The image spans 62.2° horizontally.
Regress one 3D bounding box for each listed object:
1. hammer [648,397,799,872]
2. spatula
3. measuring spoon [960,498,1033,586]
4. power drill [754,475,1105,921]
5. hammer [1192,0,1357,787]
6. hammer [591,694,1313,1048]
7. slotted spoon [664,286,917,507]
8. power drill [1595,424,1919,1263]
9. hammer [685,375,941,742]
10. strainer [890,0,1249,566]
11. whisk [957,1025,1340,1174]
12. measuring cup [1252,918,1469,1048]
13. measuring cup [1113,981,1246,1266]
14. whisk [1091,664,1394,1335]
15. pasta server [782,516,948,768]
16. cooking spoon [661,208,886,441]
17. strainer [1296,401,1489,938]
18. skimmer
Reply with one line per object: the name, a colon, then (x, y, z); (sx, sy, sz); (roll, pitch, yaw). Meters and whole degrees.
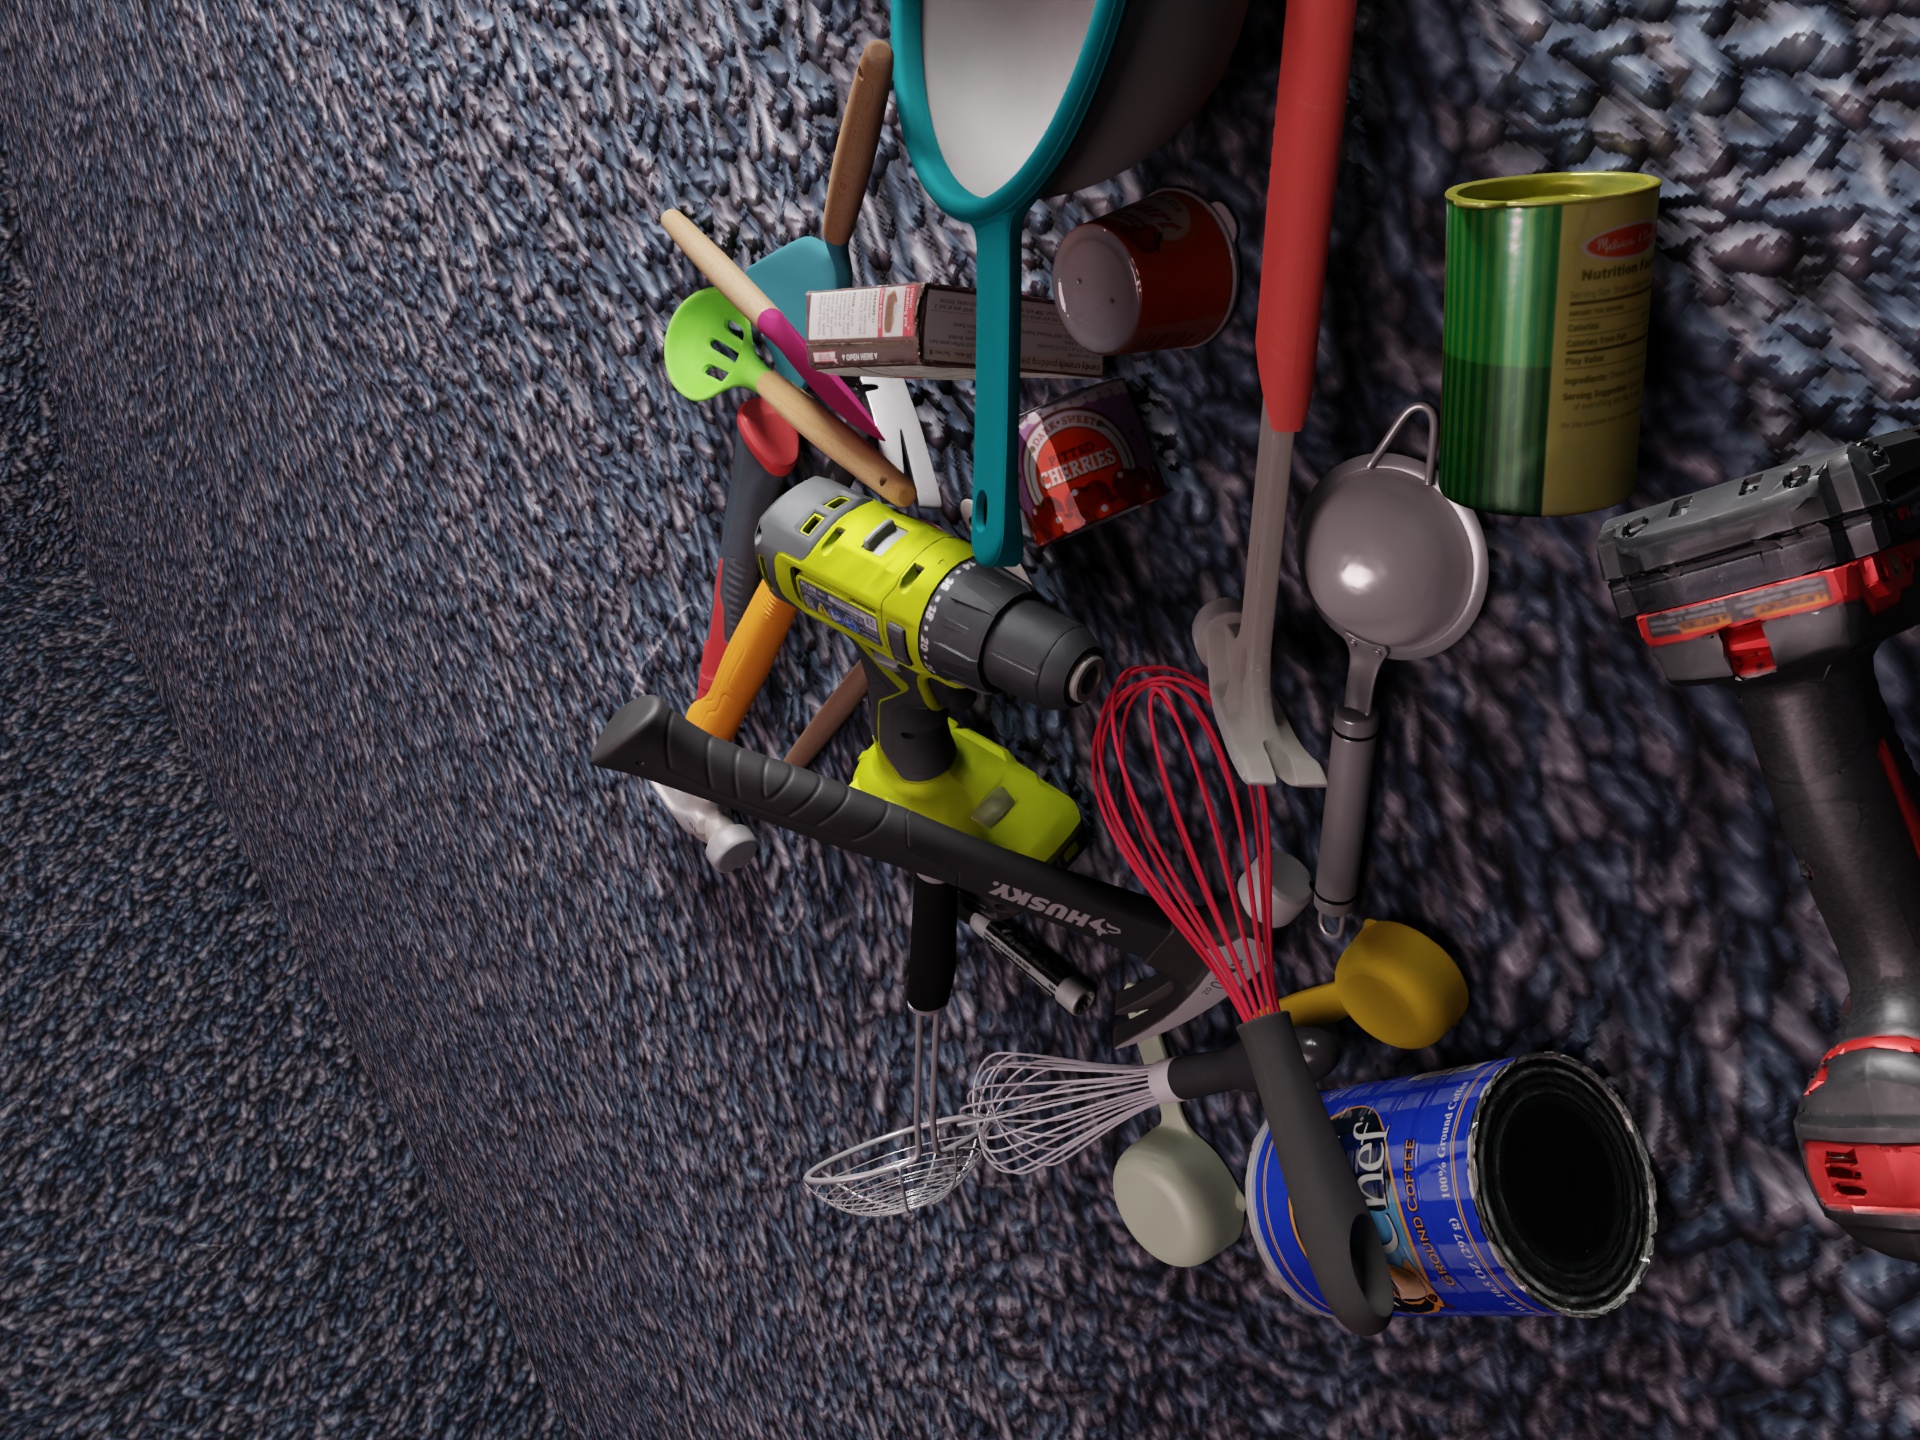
hammer: (-0.168, -0.064, 1.092); (0.143, 0.038, 0.386); (48, 142, 28)
spatula: (-0.069, -0.249, 0.793); (0.317, 0.044, 0.082); (149, 100, -78)
measuring spoon: (0.028, -0.065, 0.844); (0.124, 0.018, 0.034); (59, 145, 12)
power drill: (-0.001, -0.003, 0.804); (0.191, 0.080, 0.228); (29, 149, 32)
hammer: (0.126, -0.159, 0.595); (0.149, 0.036, 0.358); (-93, 4, -66)
hammer: (-0.013, 0.066, 0.762); (0.334, 0.035, 0.146); (21, 133, -12)
slotted spoon: (-0.096, -0.175, 0.872); (0.070, 0.031, 0.314); (-62, 38, 13)
power drill: (0.278, 0.029, 0.467); (0.078, 0.143, 0.220); (-18, 88, 51)
hammer: (-0.103, -0.072, 0.946); (0.336, 0.034, 0.127); (-55, 44, 46)
strainer: (0.051, -0.229, 0.607); (0.211, 0.095, 0.340); (-159, 69, -65)
whisk: (0.090, 0.193, 0.840); (0.284, 0.070, 0.070); (-28, 86, 49)
measuring cup: (0.174, 0.138, 0.750); (0.062, 0.029, 0.156); (51, 147, 2)
measuring cup: (0.107, 0.229, 0.889); (0.083, 0.038, 0.167); (0, 110, 53)
whisk: (0.121, 0.109, 0.676); (0.073, 0.073, 0.296); (-46, 55, 53)
pasta server: (-0.065, -0.028, 0.974); (0.316, 0.040, 0.060); (-46, 53, 55)
cooking spoon: (-0.112, -0.226, 0.868); (0.068, 0.017, 0.319); (44, -175, -42)
strainer: (0.169, -0.006, 0.673); (0.087, 0.050, 0.258); (27, 133, 37)
skimmer: (-0.033, 0.184, 0.947); (0.090, 0.127, 0.363); (-123, 26, -42)
